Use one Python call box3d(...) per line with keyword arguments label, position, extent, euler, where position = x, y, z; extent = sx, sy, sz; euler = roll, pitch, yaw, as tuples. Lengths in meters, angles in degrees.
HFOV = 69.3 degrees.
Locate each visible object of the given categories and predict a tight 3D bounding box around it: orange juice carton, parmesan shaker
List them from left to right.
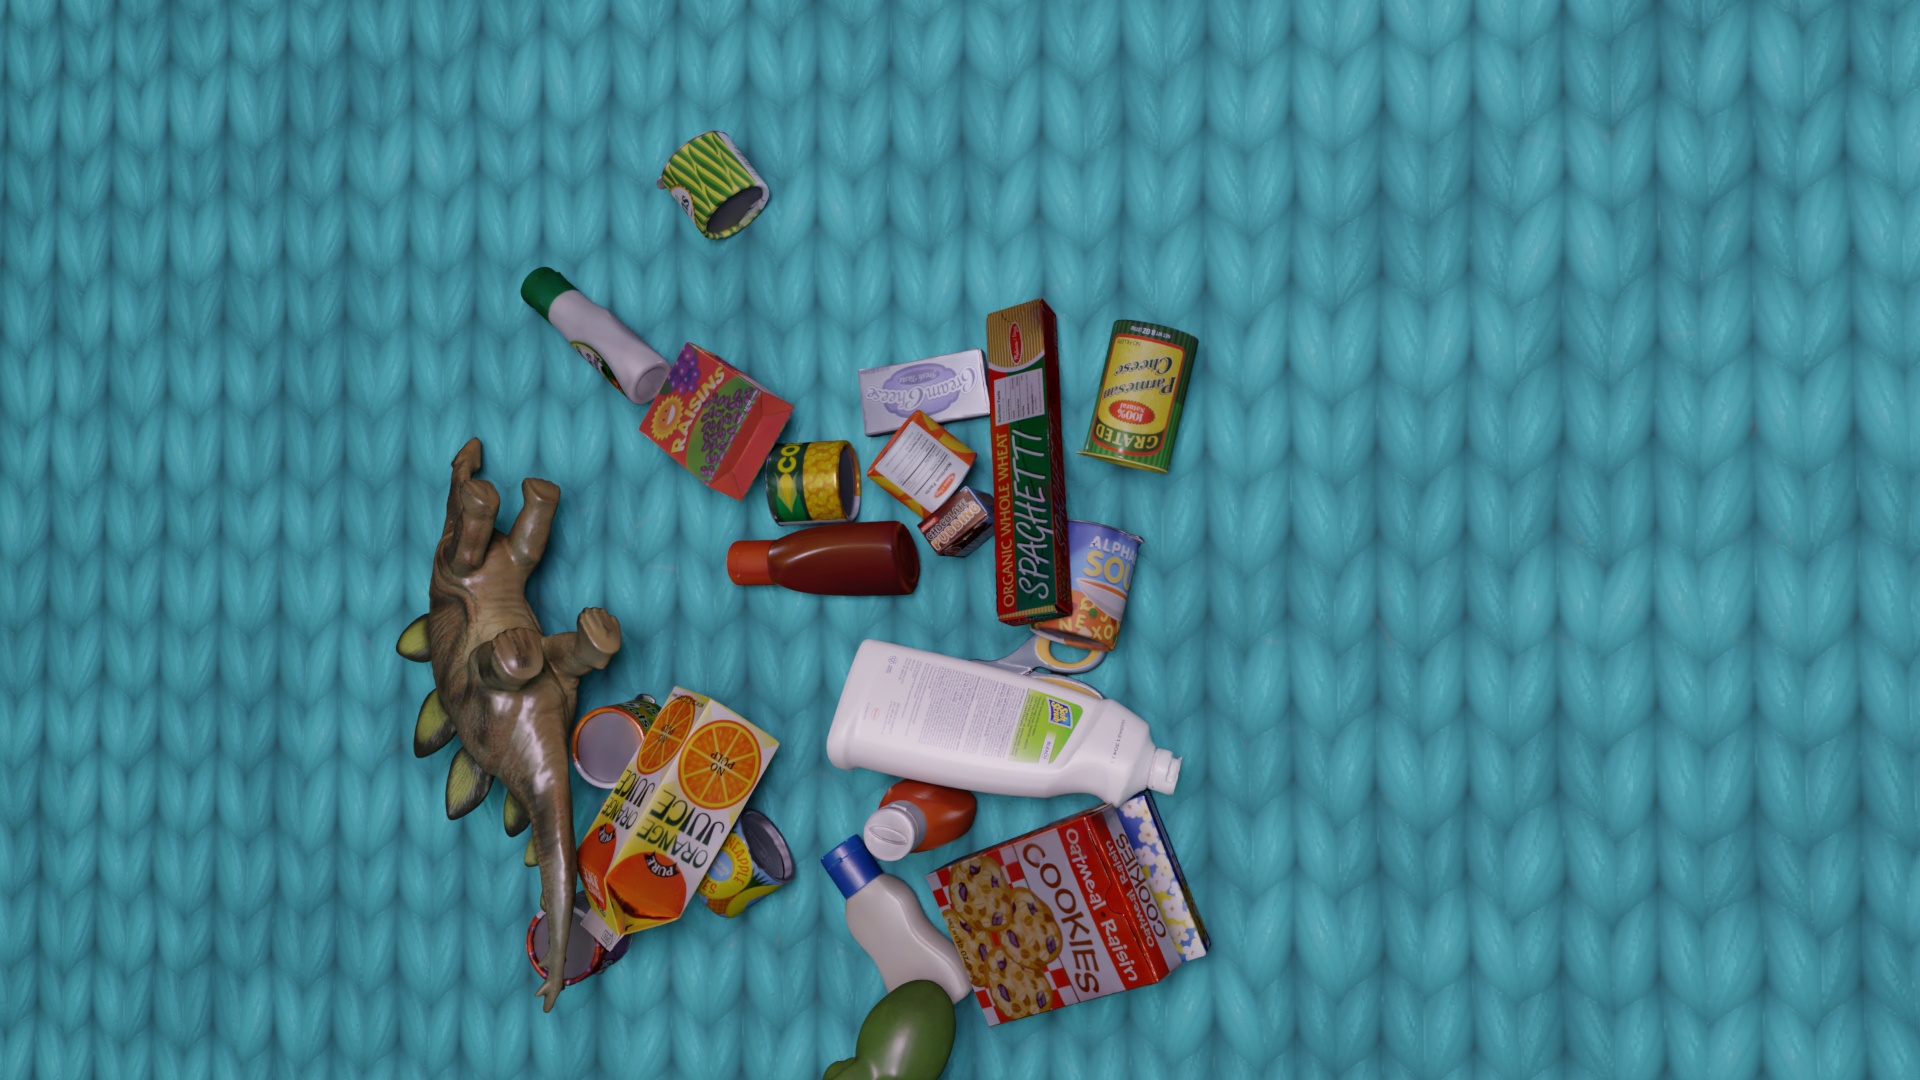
box3d(label="orange juice carton", position=(-0.227, 0.215, 1.060), extent=(0.073, 0.072, 0.193), euler=(39, 72, -30))
box3d(label="parmesan shaker", position=(0.131, -0.108, 1.035), extent=(0.071, 0.071, 0.103), euler=(13, 91, 13))

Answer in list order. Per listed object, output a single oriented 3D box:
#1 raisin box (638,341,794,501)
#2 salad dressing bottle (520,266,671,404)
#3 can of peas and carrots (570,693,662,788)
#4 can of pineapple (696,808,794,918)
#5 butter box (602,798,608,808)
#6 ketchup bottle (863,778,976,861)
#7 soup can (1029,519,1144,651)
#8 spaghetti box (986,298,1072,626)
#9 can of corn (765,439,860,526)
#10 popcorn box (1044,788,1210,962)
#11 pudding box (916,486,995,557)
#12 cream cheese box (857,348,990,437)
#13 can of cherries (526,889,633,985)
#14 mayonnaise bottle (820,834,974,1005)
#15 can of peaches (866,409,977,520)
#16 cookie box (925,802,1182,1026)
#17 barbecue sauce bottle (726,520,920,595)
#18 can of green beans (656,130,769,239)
box3d(label="raisin box", position=(-0.194, -0.096, 1.094), extent=(0.123, 0.040, 0.086), euler=(34, 97, 44))
box3d(label="salad dressing bottle", position=(-0.302, -0.171, 1.143), extent=(0.148, 0.064, 0.044), euler=(40, 79, 20))
box3d(label="can of peas and carrots", position=(-0.271, 0.162, 1.122), extent=(0.071, 0.059, 0.071), euler=(0, 88, 13))
box3d(label="can of pineapple", position=(-0.174, 0.254, 1.091), extent=(0.058, 0.071, 0.071), euler=(-35, 81, 10))
box3d(label="butter box", position=(-0.261, 0.255, 1.120), extent=(0.024, 0.053, 0.103), euler=(-9, 86, 11))
box3d(label="ketchup bottle", position=(-0.033, 0.203, 1.020), extent=(0.065, 0.149, 0.043), euler=(16, 91, 13))
box3d(label="soup can", position=(0.094, 0.034, 1.028), extent=(0.071, 0.071, 0.084), euler=(11, 78, 13))
box3d(label="spaghetti box", position=(0.050, -0.059, 1.029), extent=(0.050, 0.028, 0.251), euler=(-12, 67, 26))
box3d(label="can of corn", position=(-0.115, -0.047, 1.088), extent=(0.058, 0.071, 0.071), euler=(-3, 88, 12))
box3d(label="popcorn box", position=(0.123, 0.259, 1.038), extent=(0.085, 0.038, 0.127), euler=(-23, 83, 11))
box3d(label="pudding box", position=(0.004, -0.013, 1.052), extent=(0.049, 0.084, 0.030), euler=(-38, 80, 10))
box3d(label="cream cheese box", position=(-0.028, -0.116, 1.093), extent=(0.104, 0.024, 0.053), euler=(-9, 87, 13))
box3d(label="can of cherries", position=(-0.308, 0.323, 1.125), extent=(0.071, 0.058, 0.071), euler=(0, 88, 13))
box3d(label="mayonnaise bottle", position=(-0.053, 0.299, 1.076), extent=(0.064, 0.041, 0.148), euler=(-39, 79, 16))
box3d(label="can of peaches", position=(-0.030, -0.058, 1.060), extent=(0.058, 0.071, 0.071), euler=(38, 97, -9))
box3d(label="cookie box", position=(0.064, 0.276, 1.014), extent=(0.167, 0.040, 0.123), euler=(-30, 80, 37))
box3d(label="barbecue sauce bottle", position=(-0.110, 0.016, 1.092), extent=(0.148, 0.064, 0.044), euler=(-2, 46, 19))
box3d(label="can of green beans", position=(-0.197, -0.285, 1.117), extent=(0.071, 0.071, 0.058), euler=(-39, 81, 9))
